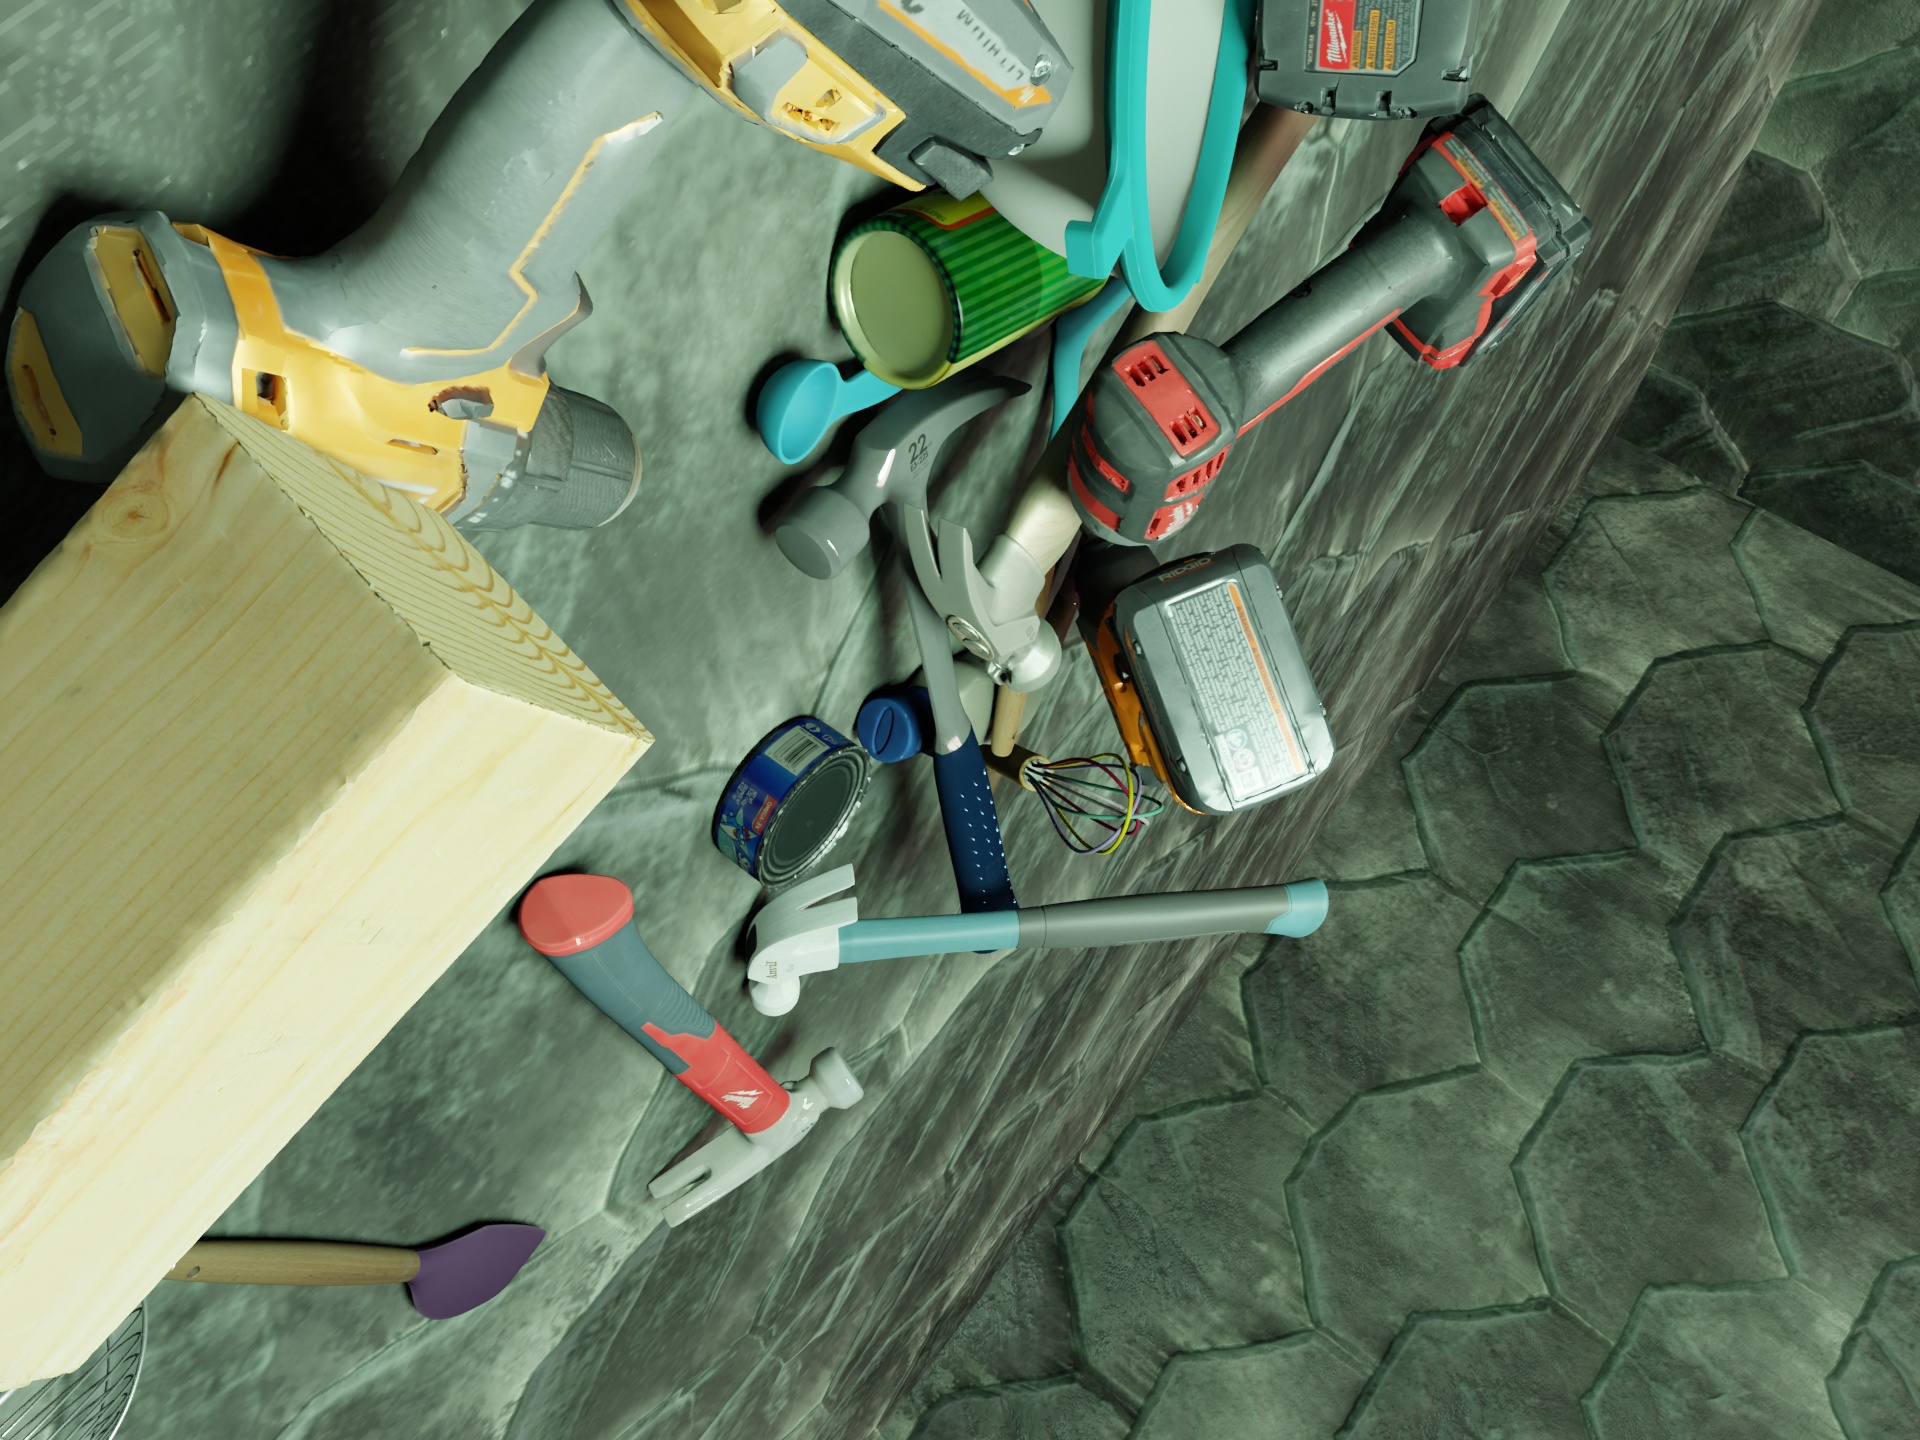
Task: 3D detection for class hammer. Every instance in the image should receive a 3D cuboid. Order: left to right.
[{"bbox_3d":[-0.154,0.177,0.828,0.143,0.038,0.386,-34,152,-8],"label":"hammer"},{"bbox_3d":[-0.001,-0.003,0.823,0.144,0.035,0.405,-50,151,-27],"label":"hammer"},{"bbox_3d":[0.045,0.117,0.903,0.331,0.033,0.128,-3,148,-8],"label":"hammer"},{"bbox_3d":[0.104,-0.214,0.746,0.411,0.038,0.146,-59,154,-12],"label":"hammer"}]

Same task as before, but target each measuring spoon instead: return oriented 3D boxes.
[{"bbox_3d":[-0.048,-0.138,0.647,0.129,0.021,0.042,-43,158,-56],"label":"measuring spoon"}]

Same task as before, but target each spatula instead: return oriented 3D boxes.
[{"bbox_3d":[-0.267,0.250,0.726,0.060,0.018,0.315,-52,161,-10],"label":"spatula"},{"bbox_3d":[0.057,-0.117,0.833,0.082,0.044,0.317,-32,139,-53],"label":"spatula"}]

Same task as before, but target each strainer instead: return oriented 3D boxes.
[{"bbox_3d":[0.044,-0.308,0.508,0.211,0.095,0.340,-40,136,-67],"label":"strainer"}]

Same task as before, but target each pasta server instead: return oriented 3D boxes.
[{"bbox_3d":[0.065,-0.056,0.996,0.040,0.060,0.316,1,130,-29],"label":"pasta server"}]

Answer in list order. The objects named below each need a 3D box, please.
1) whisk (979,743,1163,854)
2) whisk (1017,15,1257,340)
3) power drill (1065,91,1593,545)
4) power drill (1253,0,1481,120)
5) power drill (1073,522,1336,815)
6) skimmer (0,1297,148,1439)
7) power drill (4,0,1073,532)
[{"bbox_3d":[0.053,0.031,0.916,0.051,0.047,0.245,-19,-167,-13],"label":"whisk"},{"bbox_3d":[0.083,-0.273,0.698,0.239,0.055,0.055,-58,161,20],"label":"whisk"},{"bbox_3d":[0.140,-0.152,0.668,0.219,0.078,0.143,-35,172,-8],"label":"power drill"},{"bbox_3d":[0.181,-0.327,0.649,0.187,0.080,0.227,83,23,-46],"label":"power drill"},{"bbox_3d":[0.111,-0.038,0.840,0.084,0.164,0.226,-22,-174,-3],"label":"power drill"},{"bbox_3d":[-0.331,0.143,0.398,0.127,0.090,0.362,-44,147,-23],"label":"skimmer"},{"bbox_3d":[-0.086,-0.120,0.393,0.226,0.084,0.185,-34,166,20],"label":"power drill"}]
